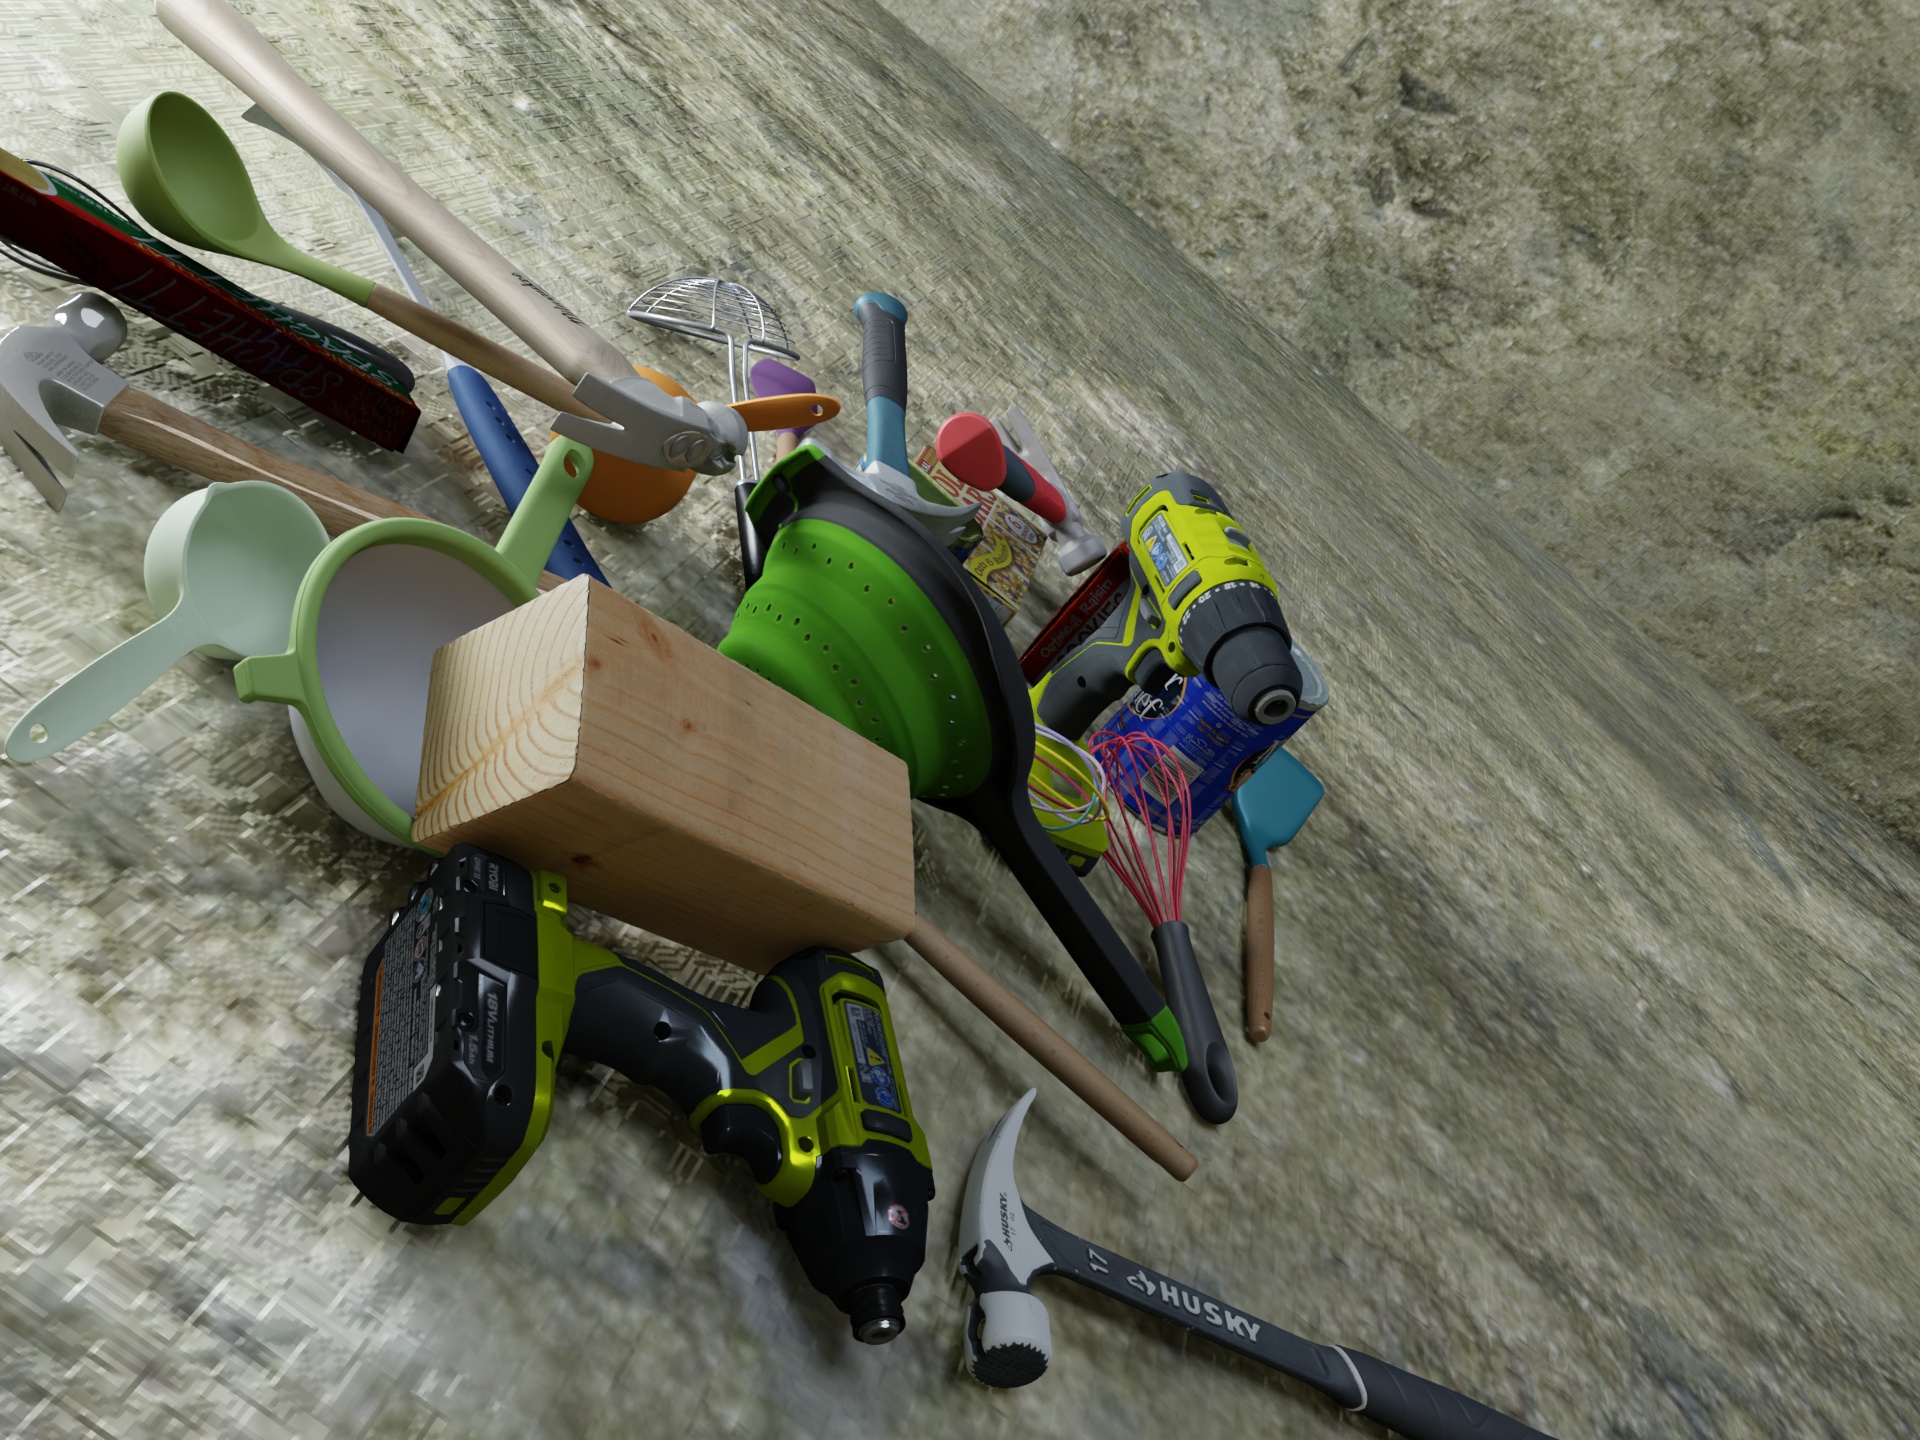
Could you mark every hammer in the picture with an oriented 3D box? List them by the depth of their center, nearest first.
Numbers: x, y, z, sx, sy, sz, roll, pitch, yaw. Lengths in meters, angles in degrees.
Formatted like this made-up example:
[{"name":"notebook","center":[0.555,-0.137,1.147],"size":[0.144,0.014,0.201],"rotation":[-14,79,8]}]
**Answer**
[{"name":"hammer","center":[-0.290,-0.097,0.763],"size":[0.331,0.031,0.130],"rotation":[25,32,-17]},{"name":"hammer","center":[0.168,0.307,0.769],"size":[0.408,0.036,0.149],"rotation":[30,28,-21]},{"name":"hammer","center":[-0.289,-0.267,0.826],"size":[0.411,0.038,0.146],"rotation":[41,14,14]},{"name":"hammer","center":[-0.293,-0.206,0.912],"size":[0.406,0.035,0.144],"rotation":[57,6,22]},{"name":"hammer","center":[-0.052,-0.217,1.085],"size":[0.128,0.033,0.331],"rotation":[28,30,-21]},{"name":"hammer","center":[0.032,-0.179,1.091],"size":[0.143,0.038,0.386],"rotation":[60,11,5]}]

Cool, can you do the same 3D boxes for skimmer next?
[{"name":"skimmer","center":[-0.157,-0.181,1.088],"size":[0.127,0.090,0.364],"rotation":[10,49,-27]}]

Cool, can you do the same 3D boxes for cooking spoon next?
[{"name":"cooking spoon","center":[-0.008,0.120,0.804],"size":[0.319,0.017,0.068],"rotation":[40,0,12]}]

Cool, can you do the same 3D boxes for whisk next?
[{"name":"whisk","center":[-0.399,-0.227,0.836],"size":[0.238,0.055,0.055],"rotation":[22,32,-38]},{"name":"whisk","center":[-0.001,-0.001,0.940],"size":[0.245,0.051,0.047],"rotation":[33,8,39]},{"name":"whisk","center":[0.126,0.115,0.981],"size":[0.073,0.073,0.296],"rotation":[23,38,-30]}]

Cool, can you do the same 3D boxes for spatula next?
[{"name":"spatula","center":[0.215,0.113,1.108],"size":[0.082,0.044,0.318],"rotation":[39,28,-11]},{"name":"spatula","center":[-0.127,-0.193,1.158],"size":[0.059,0.018,0.316],"rotation":[23,30,-22]}]

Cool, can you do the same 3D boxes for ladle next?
[{"name":"ladle","center":[-0.281,-0.220,0.839],"size":[0.320,0.062,0.078],"rotation":[27,35,-19]}]

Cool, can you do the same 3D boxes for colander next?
[{"name":"colander","center":[-0.017,0.049,0.851],"size":[0.094,0.204,0.397],"rotation":[-37,95,-28]}]

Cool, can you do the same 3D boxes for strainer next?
[{"name":"strainer","center":[-0.225,-0.041,0.708],"size":[0.151,0.069,0.257],"rotation":[49,33,-32]}]

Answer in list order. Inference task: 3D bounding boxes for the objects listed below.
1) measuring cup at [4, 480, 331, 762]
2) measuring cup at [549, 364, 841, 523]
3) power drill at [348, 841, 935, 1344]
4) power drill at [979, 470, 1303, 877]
[{"name":"measuring cup","center":[-0.327,-0.036,0.647],"size":[0.168,0.038,0.083],"rotation":[-56,136,-45]},{"name":"measuring cup","center":[-0.157,-0.164,0.933],"size":[0.052,0.173,0.095],"rotation":[-79,159,-54]},{"name":"power drill","center":[-0.110,0.145,0.614],"size":[0.223,0.080,0.171],"rotation":[25,31,-33]},{"name":"power drill","center":[0.101,-0.014,0.946],"size":[0.080,0.228,0.191],"rotation":[22,32,-31]}]
